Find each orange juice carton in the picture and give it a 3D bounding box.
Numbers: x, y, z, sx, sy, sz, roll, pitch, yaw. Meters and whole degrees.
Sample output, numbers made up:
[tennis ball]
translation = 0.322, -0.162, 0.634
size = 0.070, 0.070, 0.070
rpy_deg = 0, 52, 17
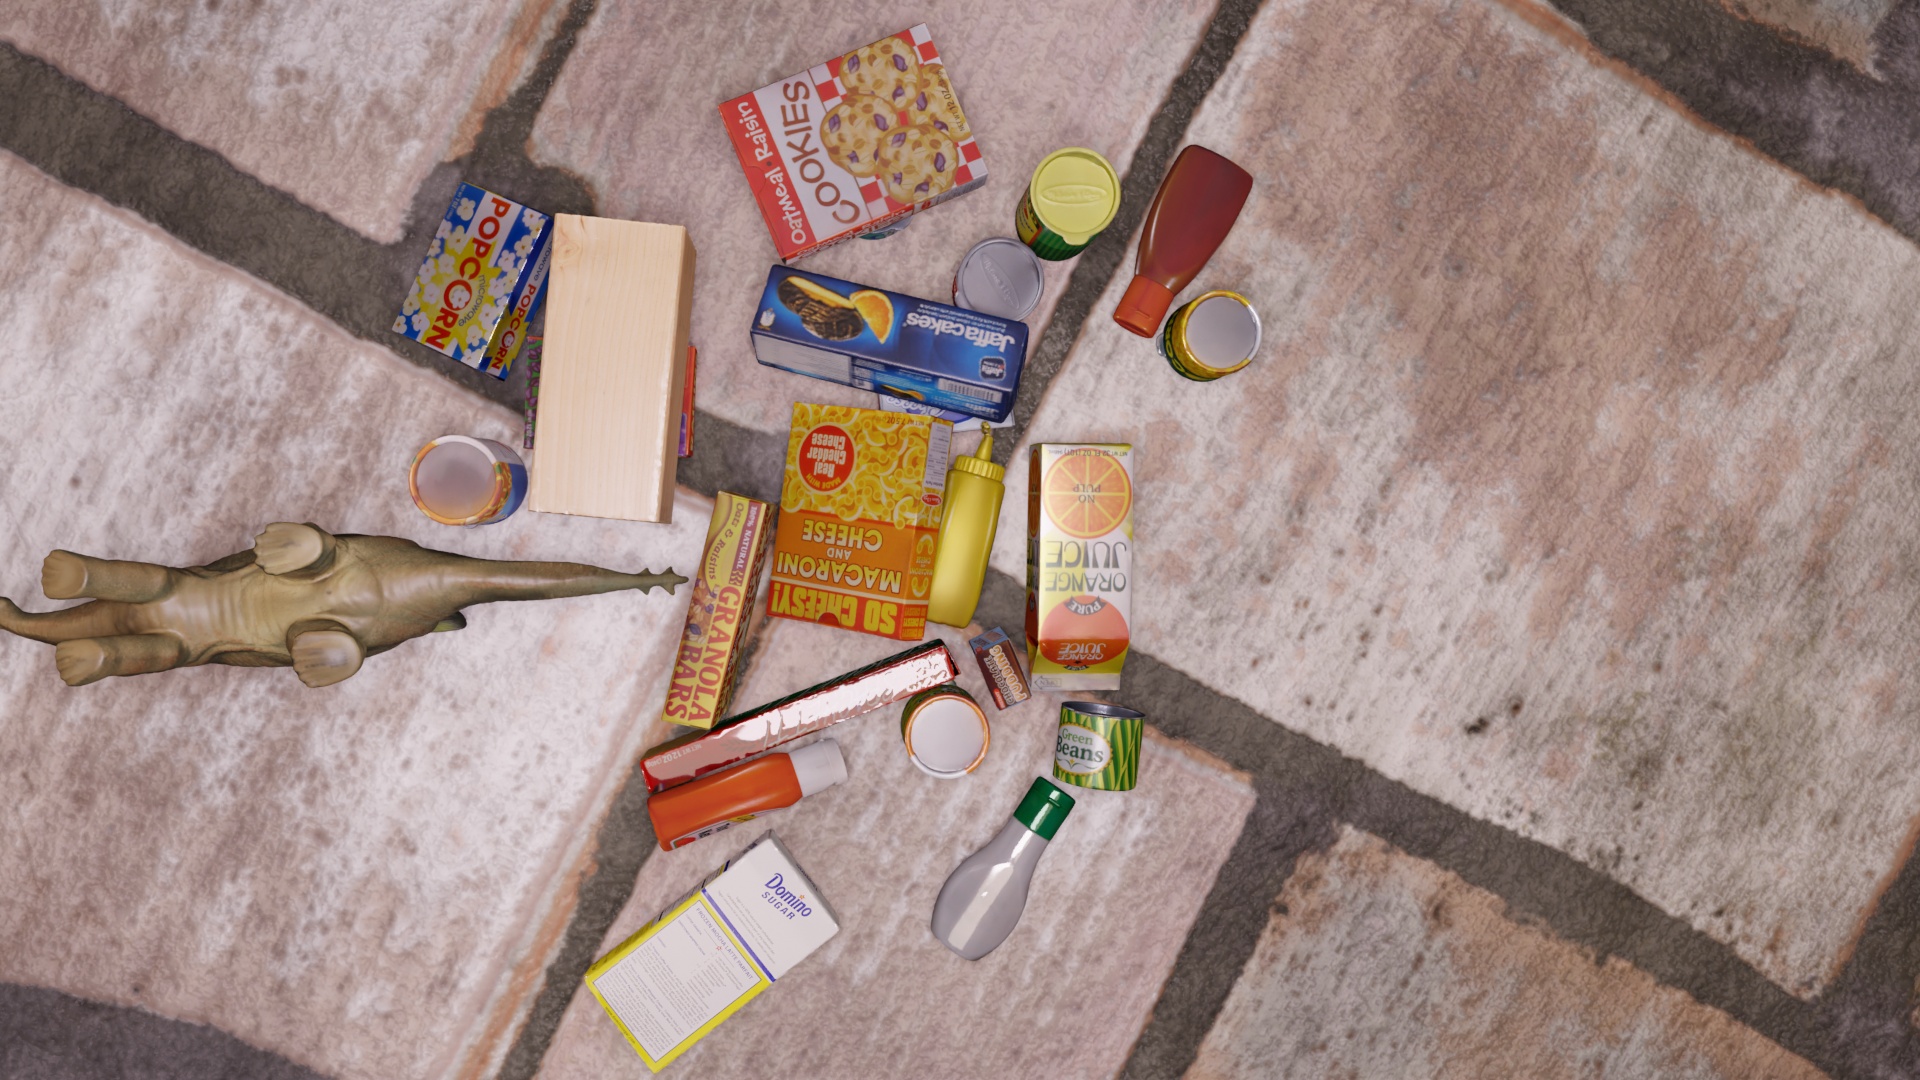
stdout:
[orange juice carton]
translation = 0.091, 0.021, 1.074
size = 0.072, 0.073, 0.192
rpy_deg = 1, 91, -5

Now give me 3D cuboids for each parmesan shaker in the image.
[parmesan shaker]
translation = 0.079, -0.250, 1.054
size = 0.071, 0.103, 0.071
rpy_deg = 0, 91, -5

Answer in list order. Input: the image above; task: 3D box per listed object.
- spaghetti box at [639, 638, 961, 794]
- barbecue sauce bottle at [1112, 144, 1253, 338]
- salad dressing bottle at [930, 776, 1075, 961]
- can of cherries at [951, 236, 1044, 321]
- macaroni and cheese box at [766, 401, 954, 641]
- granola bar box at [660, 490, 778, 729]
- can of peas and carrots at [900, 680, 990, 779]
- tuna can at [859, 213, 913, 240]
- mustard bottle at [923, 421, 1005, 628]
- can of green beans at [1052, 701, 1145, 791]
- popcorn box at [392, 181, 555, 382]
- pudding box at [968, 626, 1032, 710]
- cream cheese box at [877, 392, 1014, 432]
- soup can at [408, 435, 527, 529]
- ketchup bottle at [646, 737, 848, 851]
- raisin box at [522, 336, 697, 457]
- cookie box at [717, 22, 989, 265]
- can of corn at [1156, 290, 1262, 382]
[spaghetti box]
translation = -0.122, 0.133, 1.067
size = 0.250, 0.050, 0.028
rpy_deg = -21, 94, -5
[barbecue sauce bottle]
translation = 0.170, -0.232, 1.092
size = 0.065, 0.043, 0.148
rpy_deg = 28, 89, -5
[salad dressing bottle]
translation = 0.035, 0.255, 1.087
size = 0.064, 0.044, 0.147
rpy_deg = 35, 87, -3
[can of cherries]
translation = 0.025, -0.196, 1.072
size = 0.071, 0.058, 0.071
rpy_deg = 0, 92, -6
[macaroni and cheese box]
translation = -0.078, -0.016, 1.046
size = 0.124, 0.040, 0.166
rpy_deg = 8, 90, 28
[granola bar box]
translation = -0.174, 0.048, 1.024
size = 0.039, 0.124, 0.165
rpy_deg = 14, 90, -4
[can of peas and carrots]
translation = -0.012, 0.144, 1.073
size = 0.071, 0.059, 0.071
rpy_deg = 0, 91, -6
[tuna can]
translation = -0.067, -0.266, 1.075
size = 0.071, 0.033, 0.071
rpy_deg = 0, 91, -5
[mustard bottle]
translation = 0.004, -0.013, 1.068
size = 0.049, 0.065, 0.160
rpy_deg = 15, 90, -12
[can of green beans]
translation = 0.107, 0.160, 1.080
size = 0.071, 0.071, 0.058
rpy_deg = 8, 91, -5
[popcorn box]
translation = -0.355, -0.193, 1.034
size = 0.085, 0.038, 0.126
rpy_deg = 24, 89, 17
[pudding box]
translation = 0.031, 0.098, 1.064
size = 0.030, 0.084, 0.049
rpy_deg = -24, 94, -1
[cream cheese box]
translation = -0.012, -0.110, 1.087
size = 0.104, 0.024, 0.053
rpy_deg = -7, 92, -5
[soup can]
translation = -0.363, -0.041, 1.026
size = 0.071, 0.084, 0.071
rpy_deg = 0, 92, -5
[ketchup bottle]
translation = -0.162, 0.191, 1.061
size = 0.149, 0.064, 0.043
rpy_deg = -19, 80, -13
[raisin box]
translation = -0.265, -0.109, 1.056
size = 0.123, 0.040, 0.086
rpy_deg = 3, 90, -6
[cookie box]
translation = -0.080, -0.295, 1.036
size = 0.168, 0.040, 0.123
rpy_deg = -23, 91, -5
[can of corn]
translation = 0.194, -0.159, 1.088
size = 0.071, 0.058, 0.071
rpy_deg = 0, 91, -5
